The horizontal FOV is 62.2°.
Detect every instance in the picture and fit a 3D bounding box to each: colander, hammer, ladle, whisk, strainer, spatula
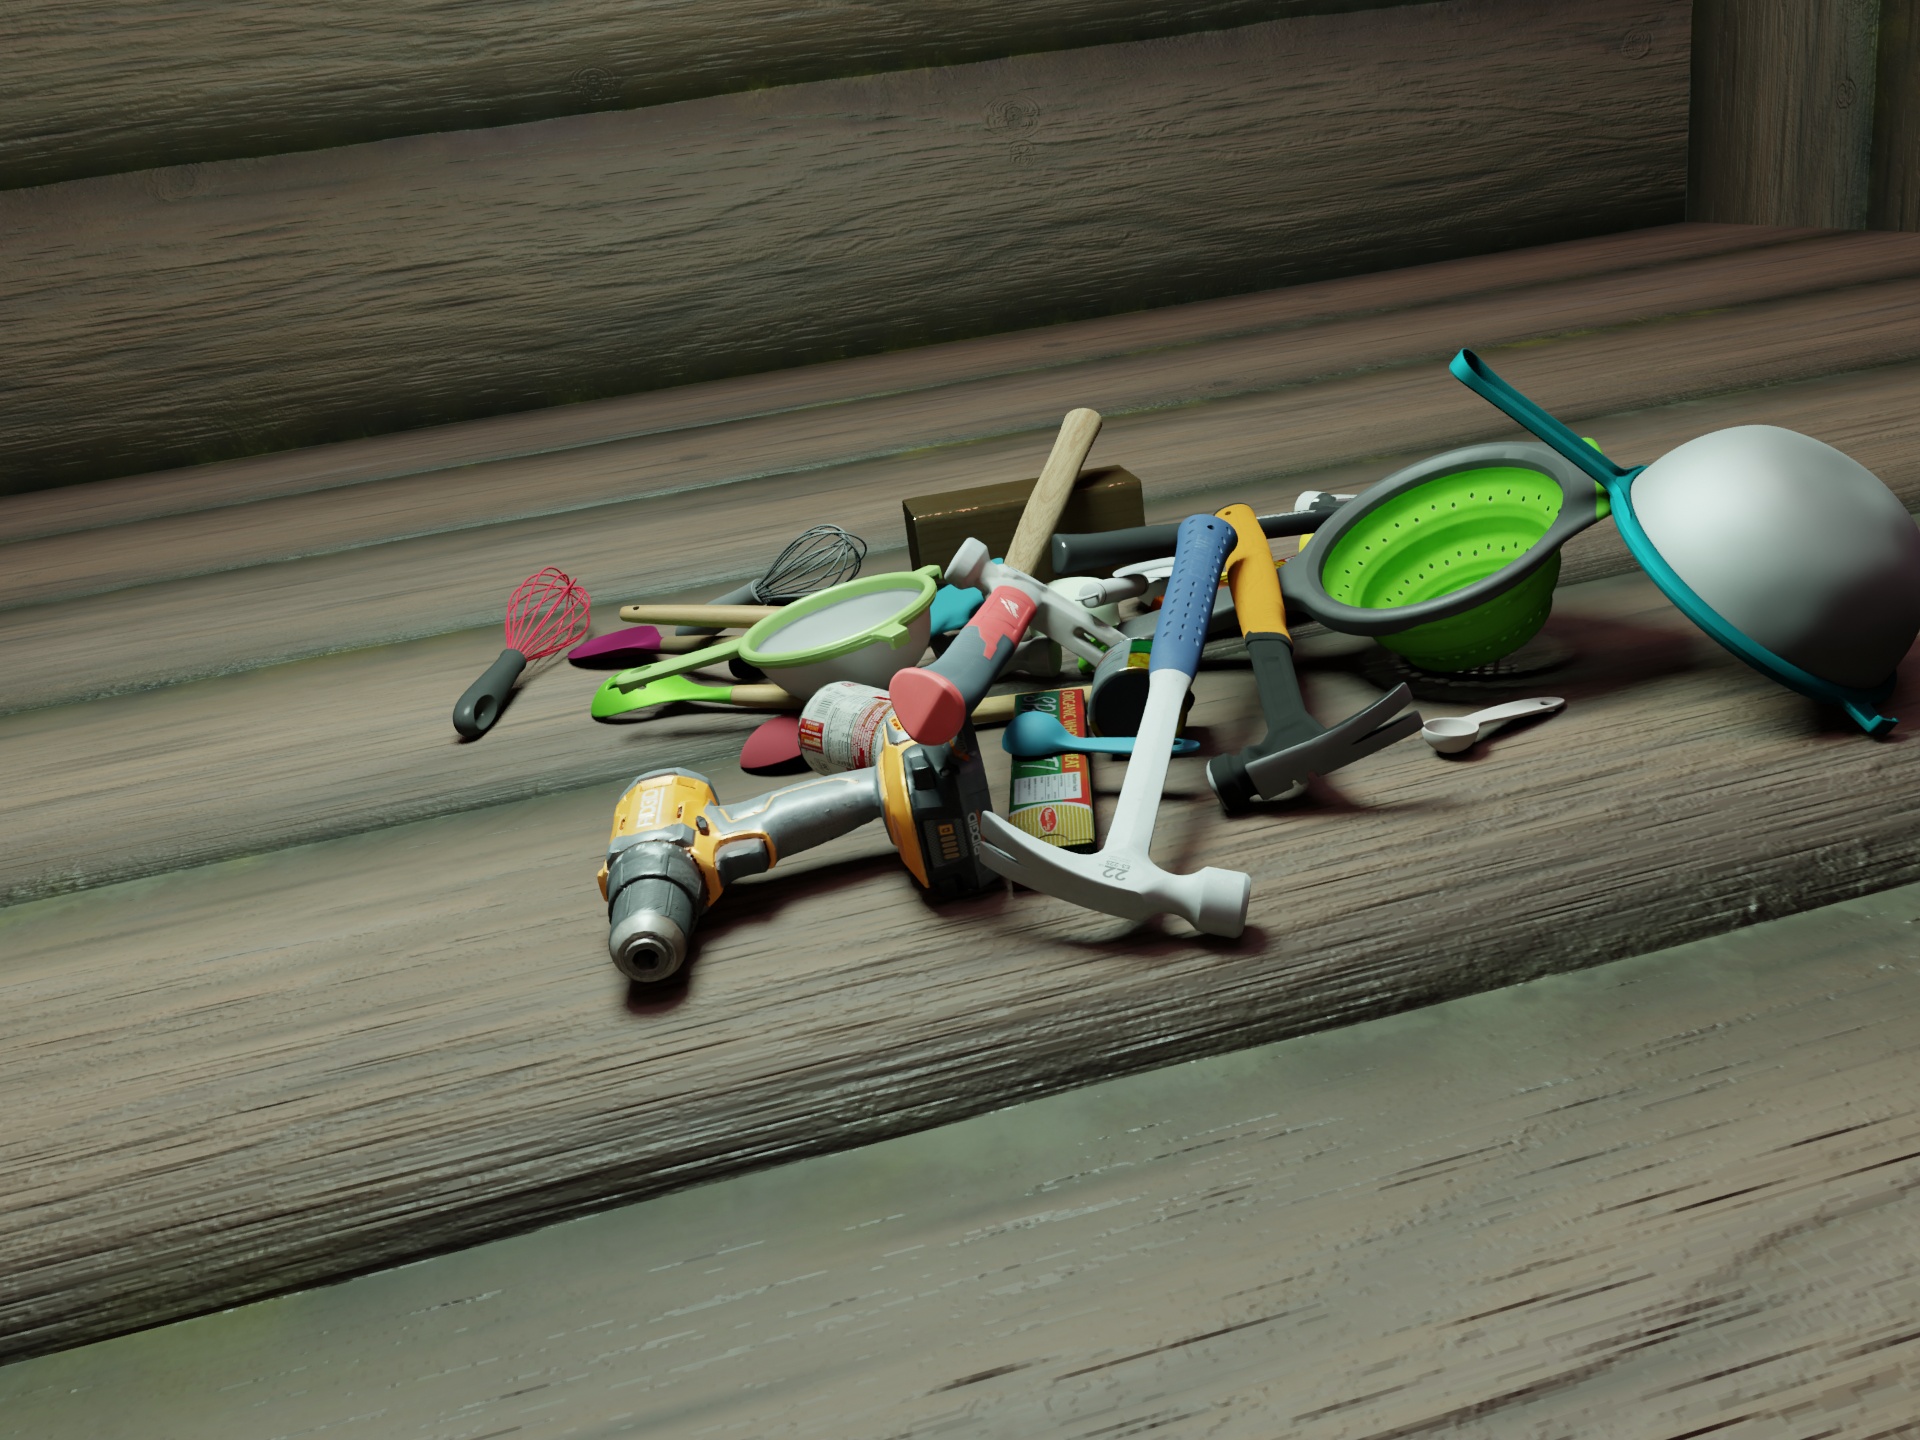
[{"bbox_3d":[0.279,-0.078,1.155,0.397,0.094,0.205,-18,31,25],"label":"colander"},{"bbox_3d":[0.030,-0.041,1.012,0.143,0.038,0.386,32,17,0],"label":"hammer"},{"bbox_3d":[0.215,-0.150,1.276,0.334,0.035,0.146,-11,16,-29],"label":"hammer"},{"bbox_3d":[-0.002,-0.004,1.133,0.315,0.031,0.069,-7,18,-3],"label":"ladle"},{"bbox_3d":[0.211,-0.066,1.066,0.127,0.034,0.337,-25,28,16],"label":"hammer"},{"bbox_3d":[-0.167,-0.109,1.348,0.239,0.055,0.055,-22,7,41],"label":"whisk"},{"bbox_3d":[0.142,-0.107,1.270,0.087,0.050,0.258,-1,8,26],"label":"strainer"},{"bbox_3d":[-0.381,-0.060,1.374,0.073,0.073,0.296,-5,26,6],"label":"whisk"},{"bbox_3d":[-0.123,-0.091,1.262,0.317,0.044,0.082,1,40,12],"label":"spatula"},{"bbox_3d":[-0.130,-0.037,1.171,0.256,0.069,0.151,-15,21,15],"label":"strainer"},{"bbox_3d":[0.059,-0.154,1.328,0.130,0.031,0.331,1,45,25],"label":"hammer"},{"bbox_3d":[0.121,-0.021,0.969,0.144,0.035,0.406,10,36,10],"label":"hammer"},{"bbox_3d":[0.468,-0.153,0.987,0.340,0.095,0.211,37,40,3],"label":"strainer"}]

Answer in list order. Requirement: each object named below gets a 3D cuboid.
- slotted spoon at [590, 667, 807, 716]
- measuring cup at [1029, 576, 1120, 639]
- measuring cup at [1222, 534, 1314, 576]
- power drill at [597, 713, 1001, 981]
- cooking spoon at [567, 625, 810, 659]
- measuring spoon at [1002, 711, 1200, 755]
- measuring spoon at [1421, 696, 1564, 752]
[{"bbox_3d":[-0.150,-0.020,1.227,0.314,0.031,0.070,2,28,21],"label":"slotted spoon"},{"bbox_3d":[0.113,-0.112,1.350,0.083,0.038,0.167,4,26,28],"label":"measuring cup"},{"bbox_3d":[0.281,-0.145,1.390,0.156,0.029,0.062,-11,21,-16],"label":"measuring cup"},{"bbox_3d":[-0.093,0.070,0.900,0.226,0.084,0.185,-12,23,0],"label":"power drill"},{"bbox_3d":[-0.231,-0.062,1.332,0.319,0.017,0.069,2,27,45],"label":"cooking spoon"},{"bbox_3d":[0.086,0.007,0.990,0.128,0.021,0.042,1,22,23],"label":"measuring spoon"},{"bbox_3d":[0.342,0.003,1.012,0.124,0.018,0.034,-12,20,-31],"label":"measuring spoon"}]
